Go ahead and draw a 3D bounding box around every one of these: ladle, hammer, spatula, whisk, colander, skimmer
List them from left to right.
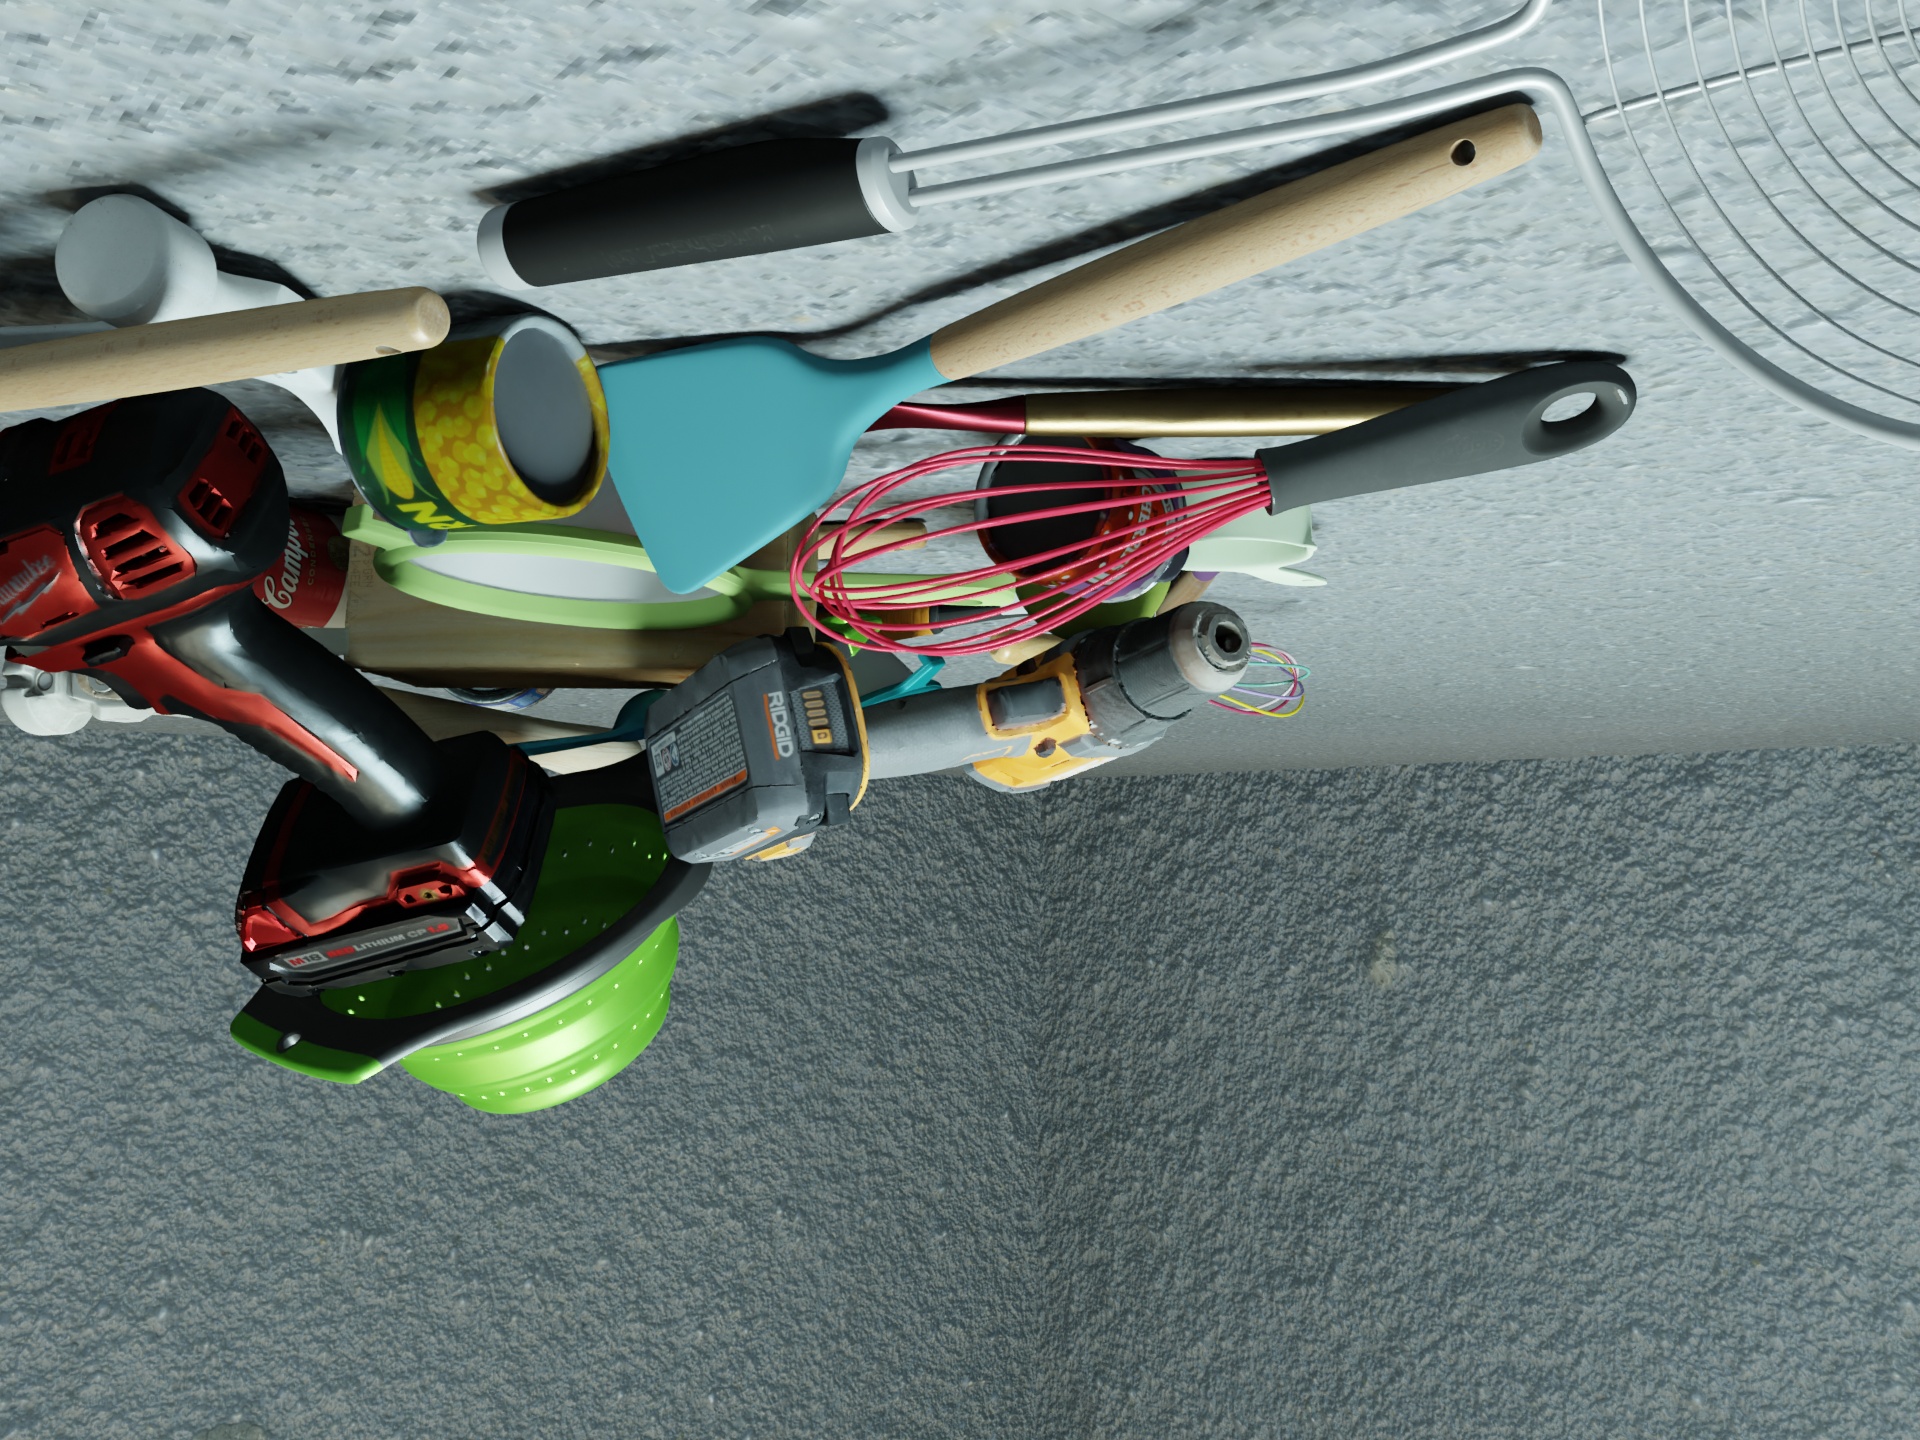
[{"bbox_3d":[-0.394,-0.115,0.512,0.405,0.035,0.144,0,175,9],"label":"hammer"},{"bbox_3d":[-0.254,0.001,0.796,0.146,0.038,0.410,-2,174,14],"label":"hammer"},{"bbox_3d":[-0.156,0.072,0.796,0.204,0.094,0.397,5,-146,38],"label":"colander"},{"bbox_3d":[-0.039,-0.066,1.053,0.127,0.034,0.337,4,174,-44],"label":"hammer"},{"bbox_3d":[0.009,-0.108,0.457,0.317,0.082,0.044,-10,-165,43],"label":"spatula"},{"bbox_3d":[0.049,-0.110,0.572,0.315,0.031,0.069,-1,177,0],"label":"ladle"},{"bbox_3d":[0.028,-0.100,0.319,0.363,0.090,0.127,1,143,29],"label":"skimmer"},{"bbox_3d":[0.087,-0.042,0.879,0.078,0.062,0.320,-20,164,6],"label":"ladle"},{"bbox_3d":[0.126,-0.033,1.001,0.244,0.047,0.051,5,175,-31],"label":"whisk"},{"bbox_3d":[0.139,-0.083,0.919,0.060,0.018,0.316,-1,174,-2],"label":"spatula"},{"bbox_3d":[0.085,-0.077,0.545,0.296,0.073,0.073,-13,174,2],"label":"whisk"}]

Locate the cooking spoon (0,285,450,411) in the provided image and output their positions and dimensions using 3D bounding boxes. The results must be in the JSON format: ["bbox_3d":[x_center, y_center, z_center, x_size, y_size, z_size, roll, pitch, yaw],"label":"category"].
[{"bbox_3d":[-0.268,-0.093,0.438,0.319,0.017,0.068,-1,176,25],"label":"cooking spoon"}]

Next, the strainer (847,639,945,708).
[{"bbox_3d":[-0.131,0.014,1.073,0.211,0.095,0.340,-29,173,-14],"label":"strainer"}]

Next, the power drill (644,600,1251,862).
[{"bbox_3d":[-0.001,-0.002,0.689,0.226,0.084,0.185,-8,170,-32],"label":"power drill"}]

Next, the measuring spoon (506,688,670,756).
[{"bbox_3d":[-0.186,0.002,0.758,0.128,0.021,0.042,-10,172,-36],"label":"measuring spoon"}]

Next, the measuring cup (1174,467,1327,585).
[{"bbox_3d":[0.141,-0.089,0.747,0.083,0.038,0.167,-2,176,31],"label":"measuring cup"}]

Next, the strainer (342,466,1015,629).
[{"bbox_3d":[-0.105,-0.082,0.649,0.256,0.069,0.151,2,172,1],"label":"strainer"}]

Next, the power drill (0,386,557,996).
[{"bbox_3d":[-0.267,0.000,0.541,0.188,0.080,0.226,-14,135,17],"label":"power drill"}]

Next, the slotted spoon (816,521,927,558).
[{"bbox_3d":[-0.170,-0.089,0.850,0.314,0.031,0.070,-2,175,13],"label":"slotted spoon"}]
